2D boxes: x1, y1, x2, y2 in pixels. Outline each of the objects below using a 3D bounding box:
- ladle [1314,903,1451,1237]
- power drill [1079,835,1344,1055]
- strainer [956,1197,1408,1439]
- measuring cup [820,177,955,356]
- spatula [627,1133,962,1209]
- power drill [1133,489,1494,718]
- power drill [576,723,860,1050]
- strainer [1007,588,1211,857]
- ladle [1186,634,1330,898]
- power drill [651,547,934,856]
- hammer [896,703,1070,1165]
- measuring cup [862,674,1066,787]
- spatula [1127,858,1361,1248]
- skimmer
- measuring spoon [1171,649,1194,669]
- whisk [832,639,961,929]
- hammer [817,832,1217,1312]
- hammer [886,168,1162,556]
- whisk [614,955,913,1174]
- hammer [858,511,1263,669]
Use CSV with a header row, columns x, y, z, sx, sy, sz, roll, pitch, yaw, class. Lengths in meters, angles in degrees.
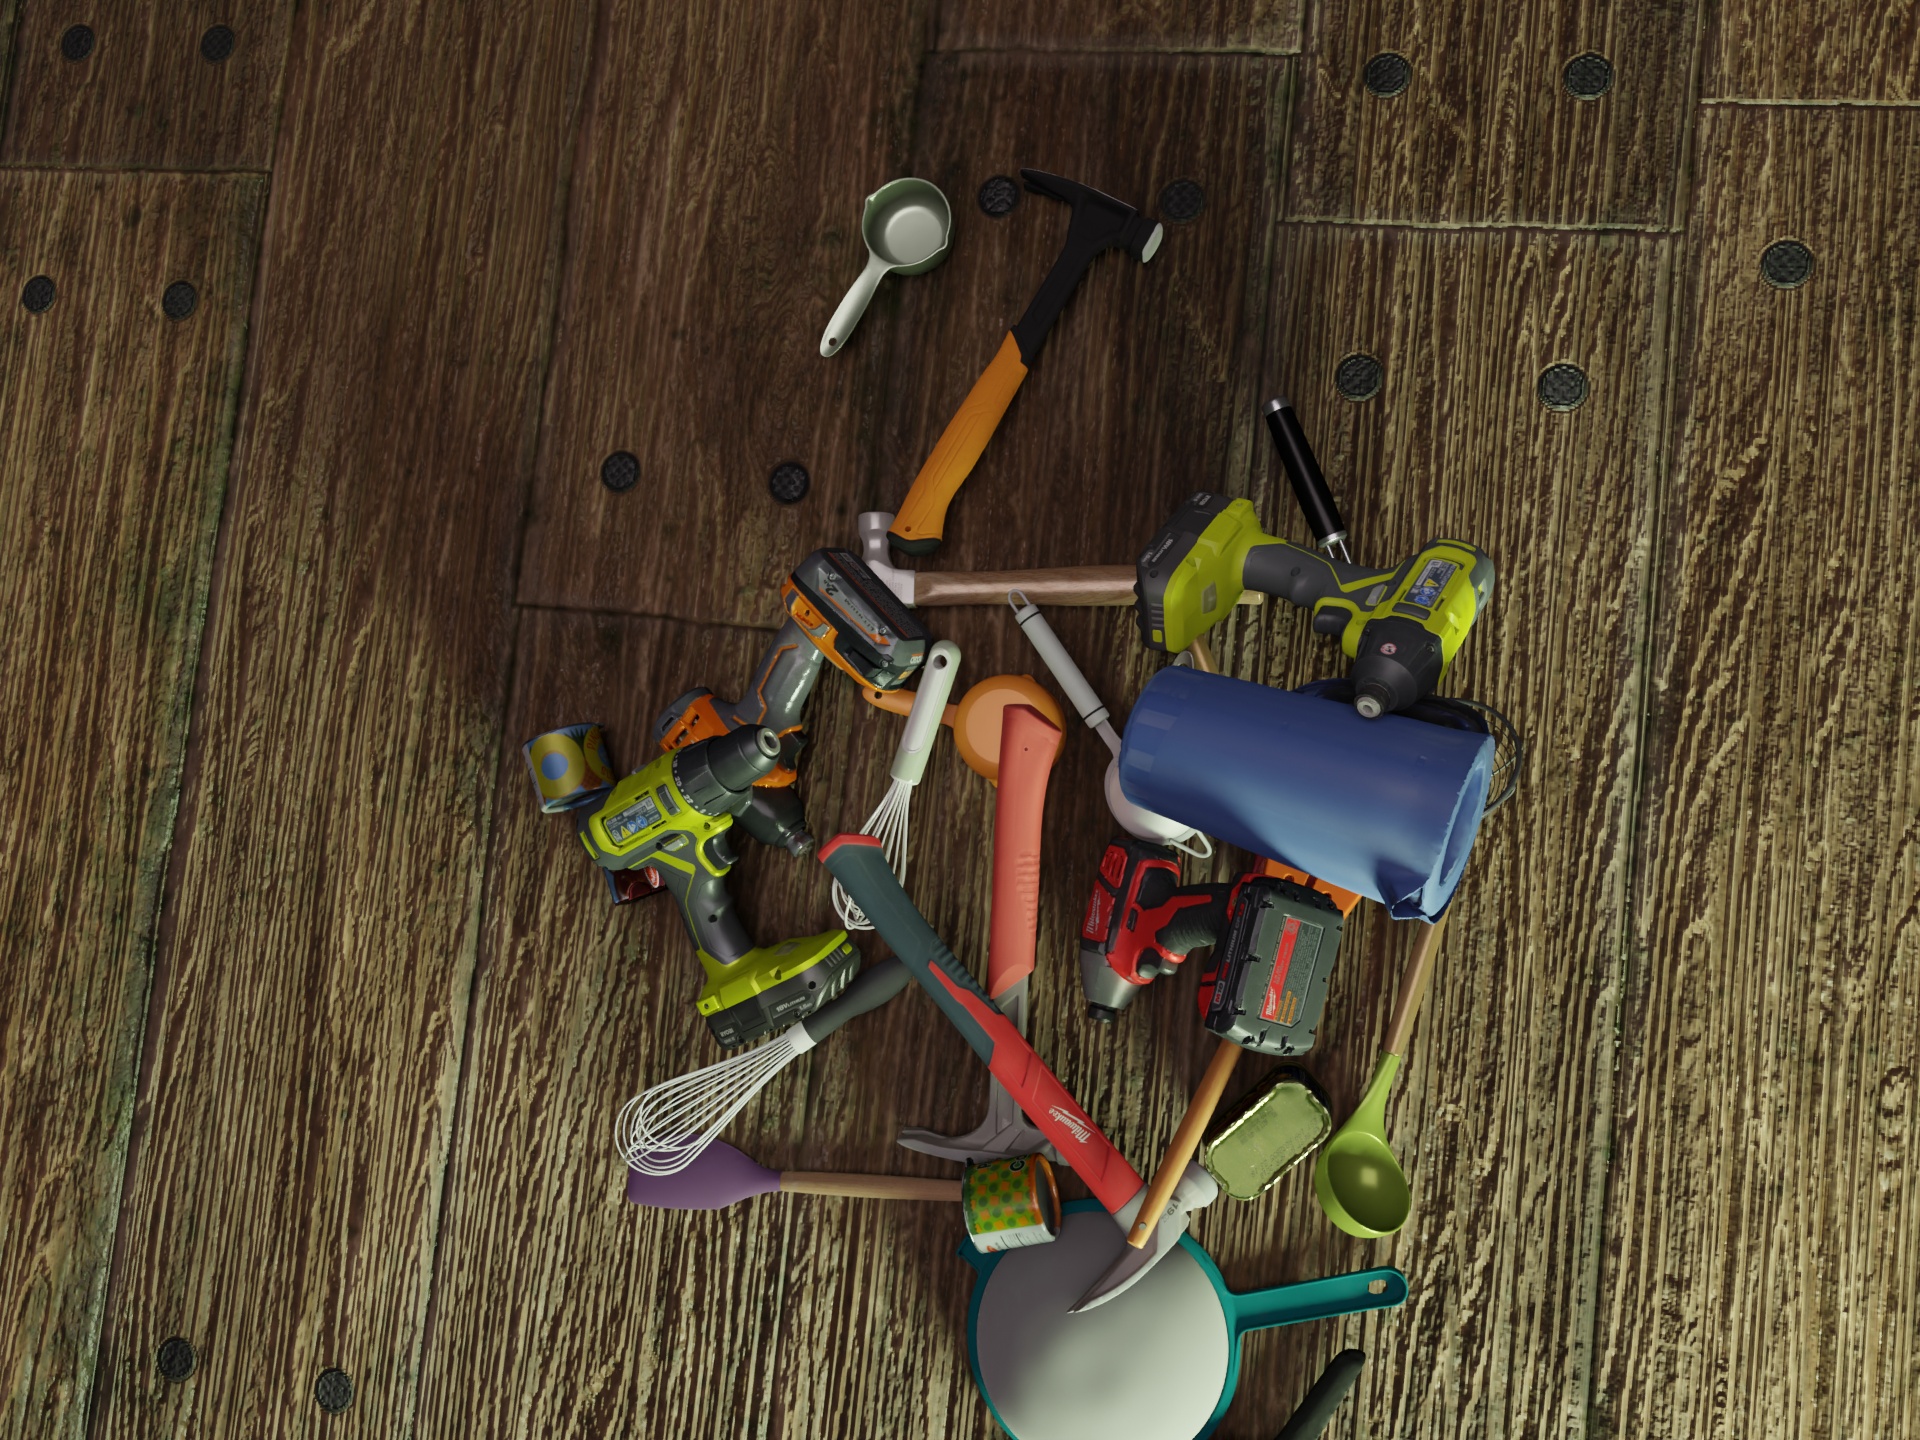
x,y,z,sx,sy,sz,roll,pitch,yaw,class
0.336,0.225,1.184,0.078,0.062,0.320,21,85,-19,ladle
0.165,0.167,1.156,0.078,0.220,0.143,20,84,-29,power drill
0.162,0.457,1.176,0.340,0.095,0.211,-15,82,11,strainer
-0.066,-0.372,1.333,0.083,0.038,0.167,34,94,12,measuring cup
-0.119,0.370,1.280,0.316,0.018,0.060,0,73,12,spatula
0.244,-0.082,1.134,0.223,0.080,0.171,18,48,29,power drill
-0.177,0.125,1.242,0.190,0.080,0.228,-28,93,28,power drill
0.109,0.005,1.237,0.087,0.050,0.258,-40,80,38,strainer
0.215,0.031,1.227,0.069,0.031,0.315,-21,86,12,ladle
-0.127,-0.008,1.273,0.164,0.084,0.226,47,109,11,power drill
0.031,0.166,1.232,0.149,0.036,0.359,3,96,11,hammer
-0.002,-0.004,1.274,0.173,0.052,0.095,15,88,10,measuring cup
0.200,0.235,1.166,0.081,0.041,0.323,25,72,16,spatula
0.305,-0.088,1.202,0.127,0.090,0.363,-22,81,11,skimmer
0.165,0.004,1.243,0.034,0.018,0.124,18,107,21,measuring spoon
-0.047,0.053,1.258,0.058,0.059,0.246,22,100,17,whisk
0.015,0.246,1.177,0.143,0.038,0.386,-37,82,-25,hammer
0.029,-0.285,1.288,0.127,0.034,0.337,29,84,12,hammer
-0.154,0.274,1.280,0.284,0.070,0.070,-34,79,1,whisk
0.076,-0.106,1.280,0.331,0.031,0.130,0,84,11,hammer
